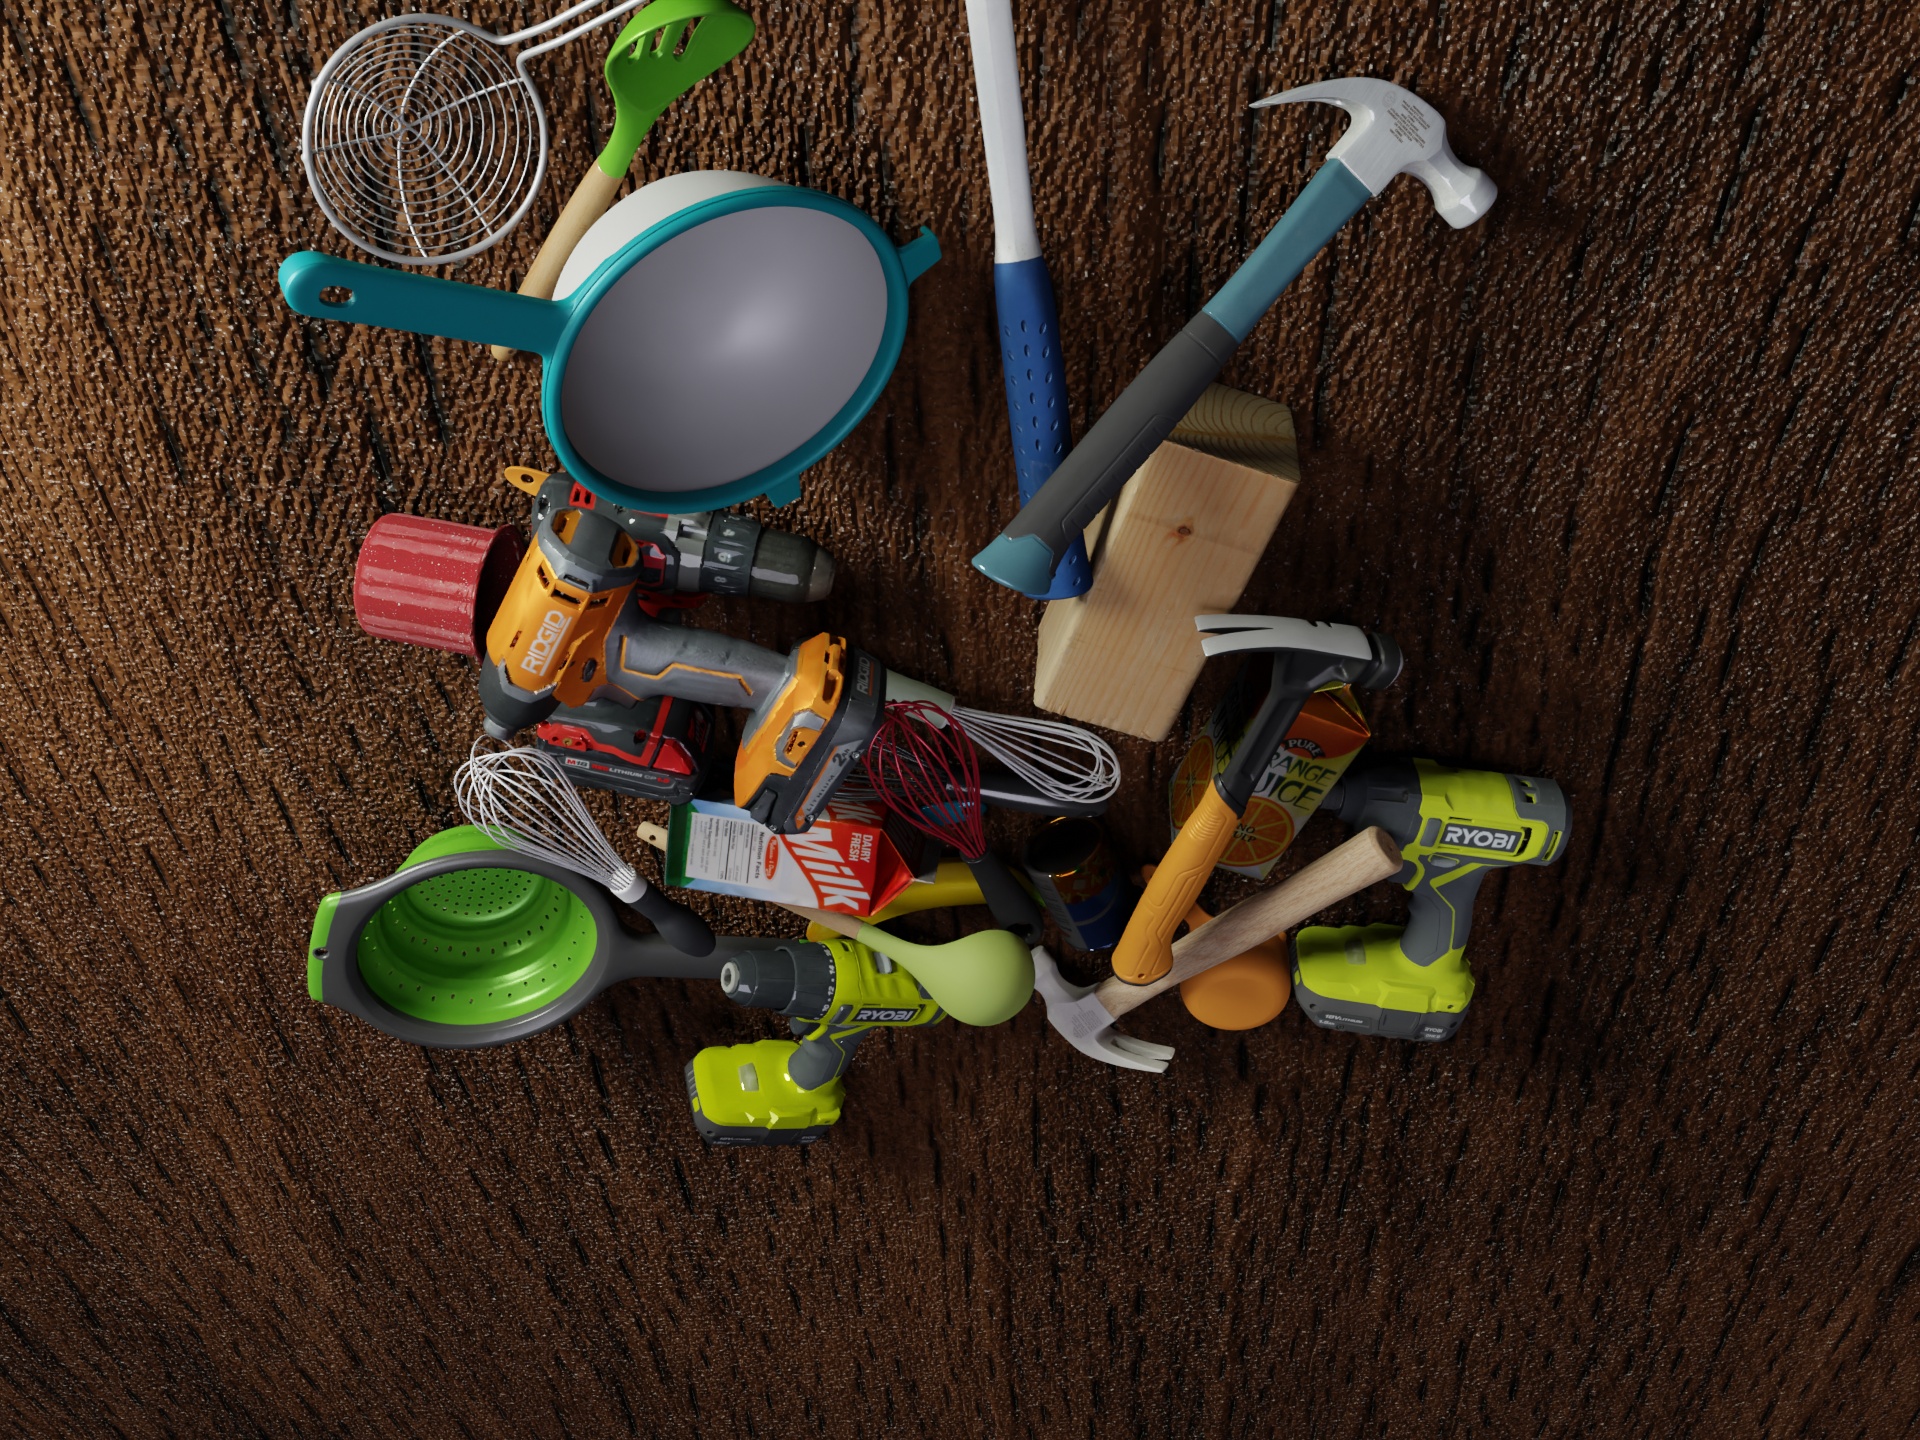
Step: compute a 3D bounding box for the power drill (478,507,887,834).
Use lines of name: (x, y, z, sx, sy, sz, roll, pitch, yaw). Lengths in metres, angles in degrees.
power drill: (-0.177, -0.016, 0.973, 0.226, 0.084, 0.164, 25, 123, -18)

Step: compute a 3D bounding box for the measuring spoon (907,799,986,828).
measuring spoon: (-0.042, 0.081, 1.182, 0.128, 0.021, 0.042, -13, 128, 17)

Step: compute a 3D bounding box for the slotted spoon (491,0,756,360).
slotted spoon: (-0.194, -0.274, 0.831, 0.313, 0.070, 0.031, -33, 80, 51)

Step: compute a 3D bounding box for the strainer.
strainer: (-0.187, -0.219, 0.822, 0.340, 0.095, 0.211, -1, 138, -44)

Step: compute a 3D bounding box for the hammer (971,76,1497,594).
hammer: (0.129, -0.196, 0.841, 0.128, 0.033, 0.331, 39, 97, -19)

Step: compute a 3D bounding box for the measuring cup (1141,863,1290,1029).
measuring cup: (0.189, 0.176, 1.224, 0.095, 0.052, 0.173, -28, 125, 25)

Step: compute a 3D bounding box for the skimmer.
skimmer: (-0.164, -0.332, 0.773, 0.363, 0.090, 0.127, -15, 148, 26)

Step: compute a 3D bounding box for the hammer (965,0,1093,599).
hammer: (0.035, -0.254, 0.835, 0.144, 0.035, 0.405, -5, 118, 8)

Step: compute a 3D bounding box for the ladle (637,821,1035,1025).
ladle: (-0.095, 0.142, 1.193, 0.320, 0.062, 0.078, 24, 111, 8)

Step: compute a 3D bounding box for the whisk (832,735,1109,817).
whisk: (-0.009, 0.041, 1.133, 0.239, 0.055, 0.055, 9, 131, -9)

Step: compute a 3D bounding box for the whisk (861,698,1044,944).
whisk: (0.004, 0.079, 1.105, 0.073, 0.073, 0.295, -13, 139, 15)

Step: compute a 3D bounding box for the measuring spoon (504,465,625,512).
measuring spoon: (-0.234, -0.142, 1.019, 0.117, 0.011, 0.021, 18, 134, -6)

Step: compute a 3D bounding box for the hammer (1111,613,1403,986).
hammer: (0.159, 0.065, 1.040, 0.127, 0.034, 0.336, 6, 134, -15)

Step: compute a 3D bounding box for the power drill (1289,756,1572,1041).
power drill: (0.323, 0.126, 1.160, 0.171, 0.080, 0.223, 7, 127, -1)

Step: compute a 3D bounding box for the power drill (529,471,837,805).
power drill: (-0.188, -0.051, 1.041, 0.188, 0.080, 0.226, 12, 132, -5)

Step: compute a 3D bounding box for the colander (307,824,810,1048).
colander: (-0.291, 0.154, 1.234, 0.397, 0.095, 0.204, 6, 126, -24)

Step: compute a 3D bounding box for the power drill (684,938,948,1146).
power drill: (-0.132, 0.252, 1.270, 0.190, 0.080, 0.228, 8, 136, -33)

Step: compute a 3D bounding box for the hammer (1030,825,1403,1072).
hammer: (0.188, 0.167, 1.174, 0.130, 0.031, 0.331, 50, 128, -3)

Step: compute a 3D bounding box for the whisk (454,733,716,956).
whisk: (-0.248, 0.100, 1.100, 0.070, 0.070, 0.284, -17, 141, 18)

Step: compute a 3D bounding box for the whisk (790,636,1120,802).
whisk: (-0.002, -0.003, 1.094, 0.246, 0.059, 0.057, 23, 145, -8)
